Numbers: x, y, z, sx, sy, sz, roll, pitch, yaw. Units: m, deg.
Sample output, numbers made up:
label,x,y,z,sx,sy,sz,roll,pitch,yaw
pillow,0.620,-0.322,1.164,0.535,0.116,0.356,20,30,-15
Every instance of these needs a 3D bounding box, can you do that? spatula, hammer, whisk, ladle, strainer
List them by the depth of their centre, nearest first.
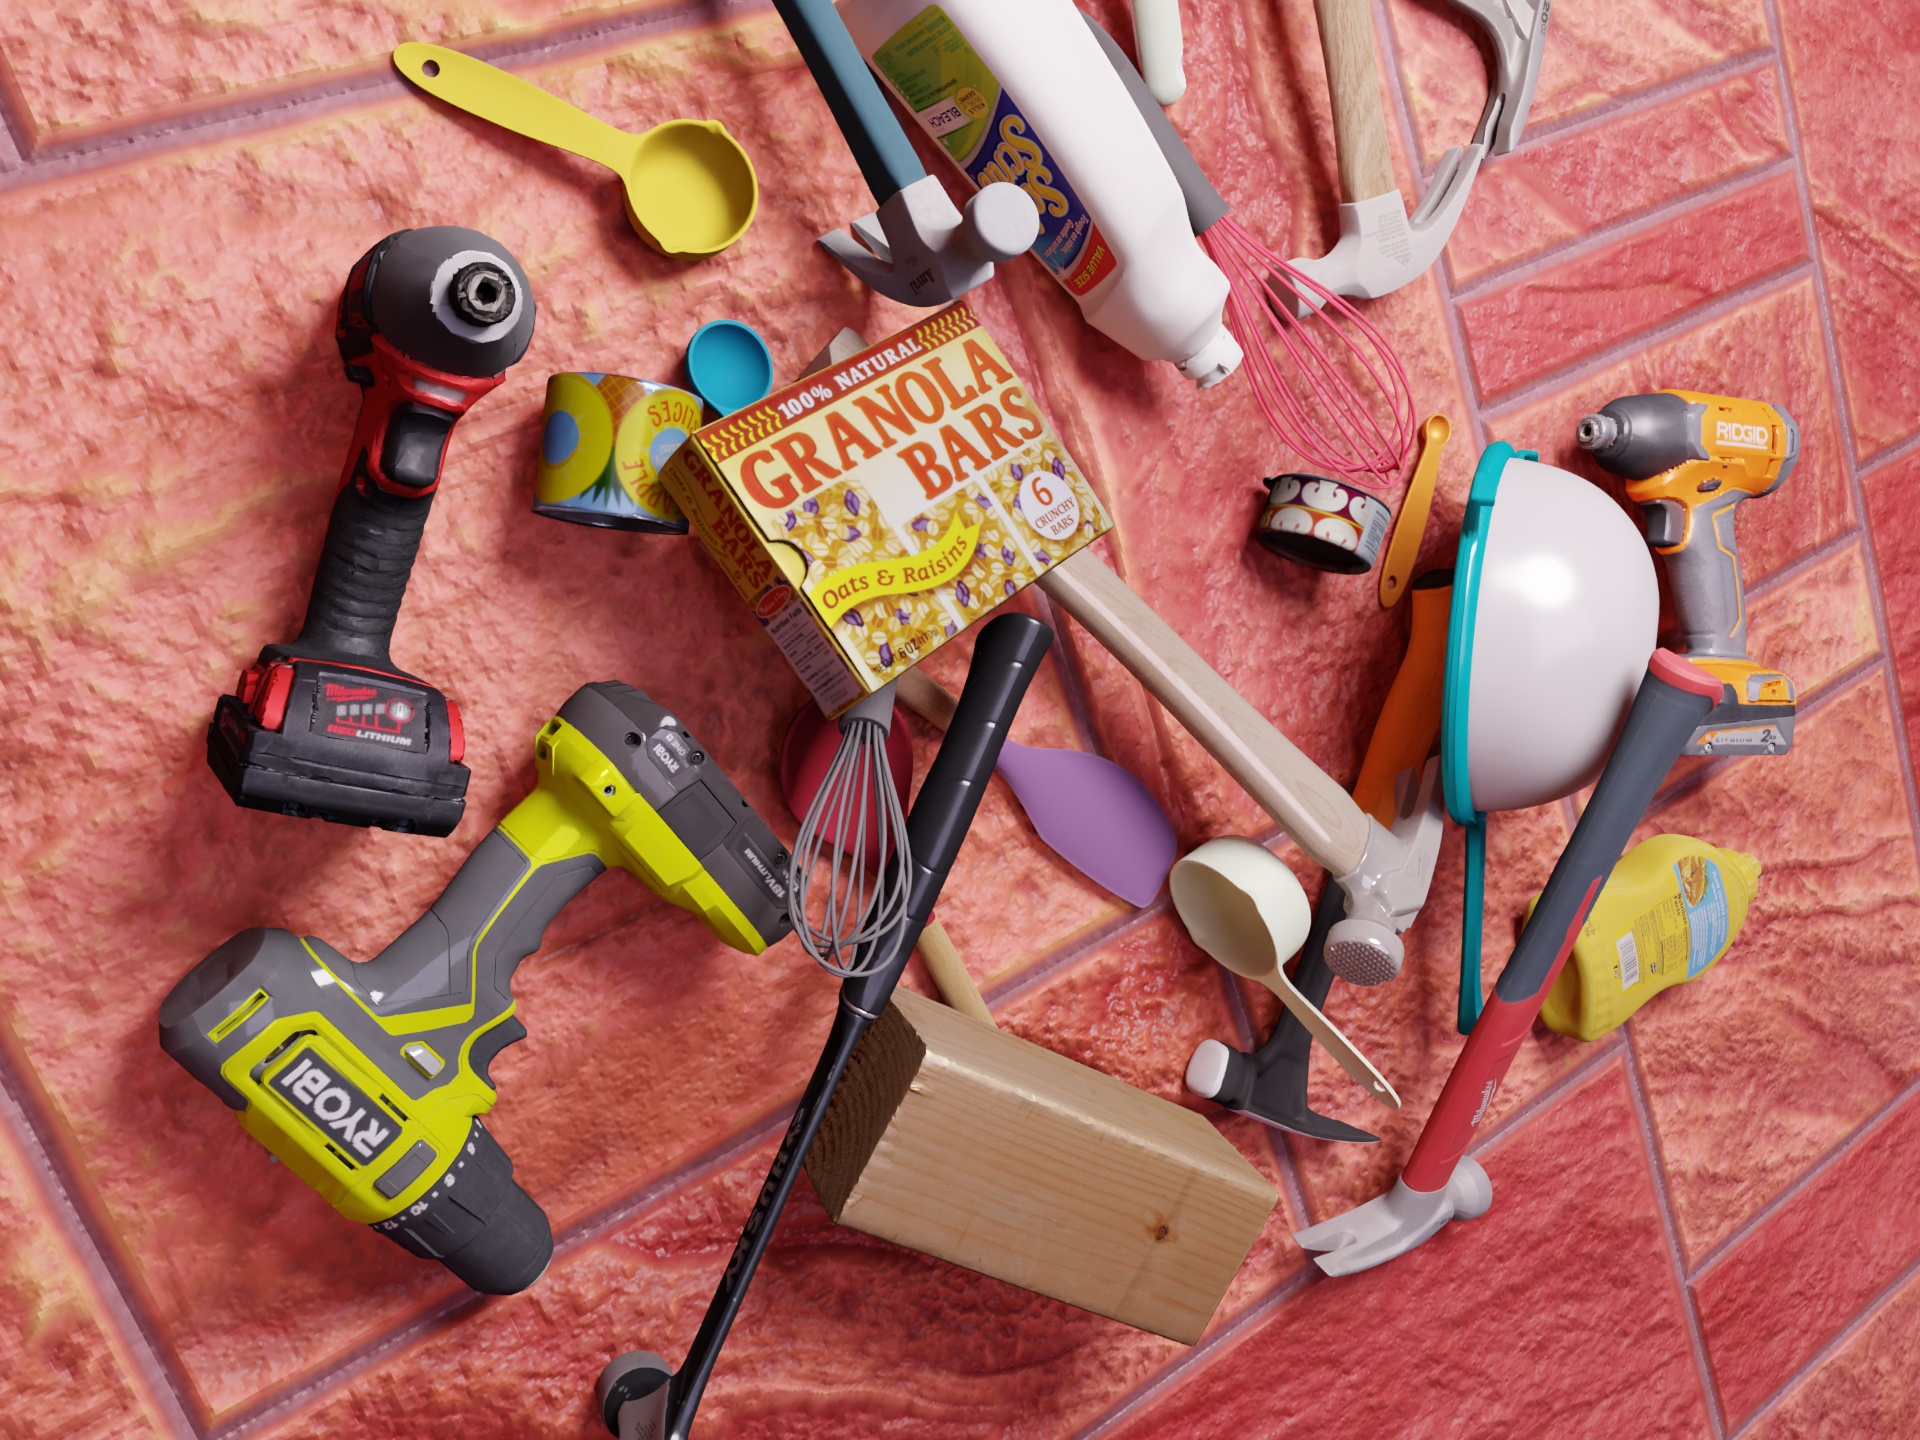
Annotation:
label,x,y,z,sx,sy,sz,roll,pitch,yaw
hammer,-0.079,-0.328,0.671,0.033,0.128,0.331,-33,100,-23
hammer,-0.051,0.139,0.696,0.036,0.149,0.409,27,81,-18
whisk,-0.039,0.004,0.699,0.055,0.055,0.239,27,51,-28
whisk,0.079,-0.416,0.751,0.058,0.059,0.246,-66,148,-52
spatula,-0.001,-0.003,0.785,0.315,0.018,0.060,36,73,-27
hammer,0.090,-0.047,0.788,0.410,0.038,0.146,41,49,-15
ladle,-0.006,0.120,0.788,0.069,0.031,0.315,-32,110,-18
whisk,0.139,-0.237,0.809,0.073,0.073,0.295,-44,102,-18
hammer,0.195,-0.384,0.812,0.130,0.031,0.331,-22,114,-16
hammer,0.178,-0.428,0.837,0.358,0.037,0.149,12,88,-29
hammer,0.292,0.139,0.845,0.143,0.038,0.386,-7,125,-36
strainer,0.325,0.019,0.871,0.211,0.095,0.340,-26,118,-62
hammer,0.237,0.072,0.912,0.127,0.034,0.337,25,82,-27

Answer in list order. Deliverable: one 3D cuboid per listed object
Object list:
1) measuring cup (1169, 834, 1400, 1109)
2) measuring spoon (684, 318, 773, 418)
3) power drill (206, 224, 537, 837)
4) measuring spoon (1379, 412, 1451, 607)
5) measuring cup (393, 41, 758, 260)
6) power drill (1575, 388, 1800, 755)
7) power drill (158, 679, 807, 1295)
label,x,y,z,sx,sy,sz,roll,pitch,yaw
measuring cup,0.180,0.129,0.835,0.038,0.083,0.168,-37,79,-25
measuring spoon,-0.099,-0.114,0.715,0.042,0.021,0.128,-14,97,-35
power drill,-0.212,-0.075,0.594,0.078,0.143,0.219,13,90,-32
measuring spoon,0.261,-0.122,0.924,0.021,0.011,0.117,16,90,-29
measuring cup,-0.163,-0.245,0.678,0.156,0.029,0.062,21,84,-17
power drill,0.444,-0.092,0.987,0.164,0.084,0.226,1,90,-28
power drill,-0.179,0.113,0.666,0.228,0.080,0.190,-44,116,-16
